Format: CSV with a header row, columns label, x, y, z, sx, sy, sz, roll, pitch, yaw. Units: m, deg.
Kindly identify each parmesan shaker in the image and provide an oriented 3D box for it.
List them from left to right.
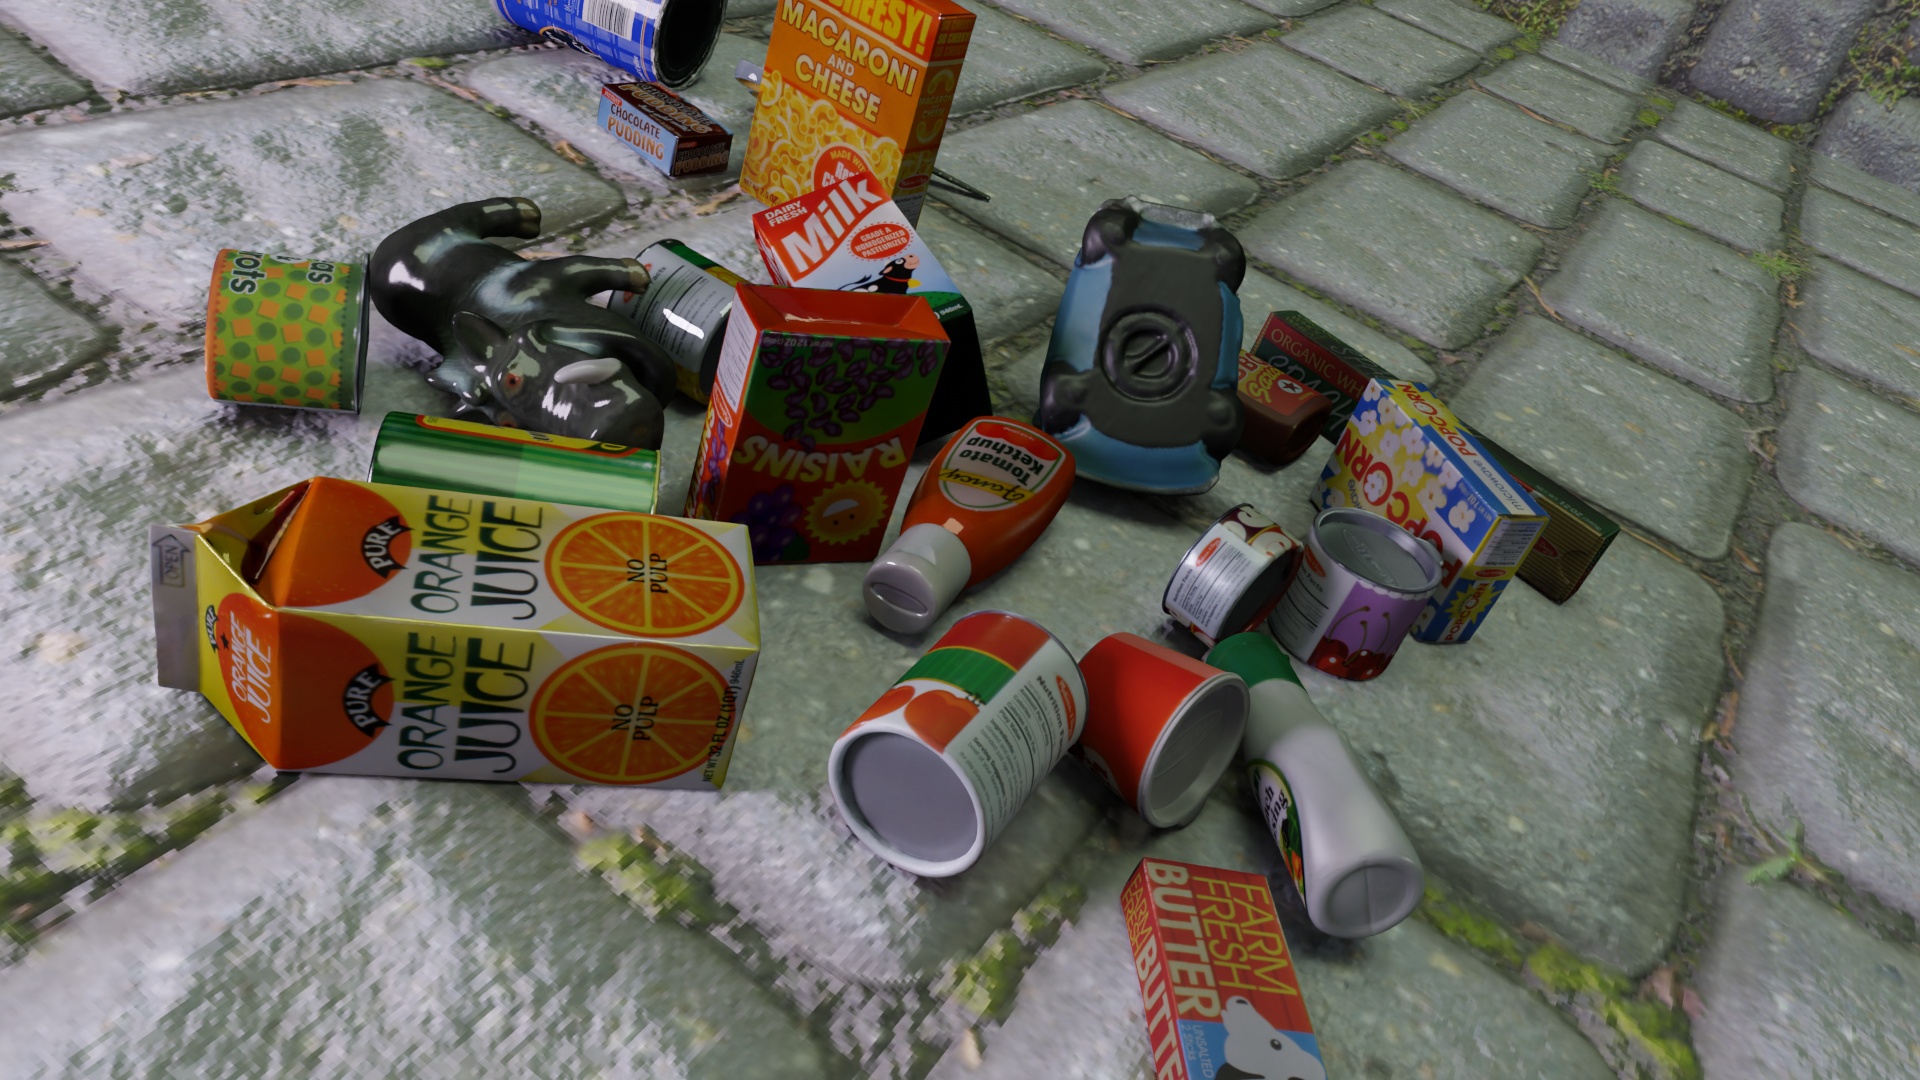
label,x,y,z,sx,sy,sz,roll,pitch,yaw
parmesan shaker,-0.173,-0.012,0.541,0.103,0.071,0.071,9,36,-16

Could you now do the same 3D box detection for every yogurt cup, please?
label,x,y,z,sx,sy,sz,roll,pitch,yaw
yogurt cup,0.075,0.072,0.556,0.054,0.072,0.073,30,34,35

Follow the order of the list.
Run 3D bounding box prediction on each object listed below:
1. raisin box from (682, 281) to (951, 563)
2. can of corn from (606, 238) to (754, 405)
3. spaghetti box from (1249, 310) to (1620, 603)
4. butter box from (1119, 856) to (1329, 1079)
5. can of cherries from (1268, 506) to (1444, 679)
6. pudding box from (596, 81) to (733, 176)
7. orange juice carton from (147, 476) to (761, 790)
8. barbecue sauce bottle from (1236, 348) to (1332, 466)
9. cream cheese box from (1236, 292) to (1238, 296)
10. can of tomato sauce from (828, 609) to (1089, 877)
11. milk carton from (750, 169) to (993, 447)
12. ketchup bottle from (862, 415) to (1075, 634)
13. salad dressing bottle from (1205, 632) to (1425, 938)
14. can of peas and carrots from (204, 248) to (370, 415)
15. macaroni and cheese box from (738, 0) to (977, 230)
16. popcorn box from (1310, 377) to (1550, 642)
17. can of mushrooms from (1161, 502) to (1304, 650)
label,x,y,z,sx,sy,sz,roll,pitch,yaw
raisin box,-0.065,-0.047,0.599,0.086,0.122,0.040,-2,41,-28
can of corn,-0.134,-0.109,0.702,0.058,0.070,0.071,31,36,15
spaghetti box,0.279,-0.059,0.849,0.029,0.050,0.251,-15,47,-43
butter box,0.091,0.159,0.479,0.053,0.024,0.104,11,36,-14
can of cherries,0.195,0.026,0.684,0.071,0.058,0.072,13,34,-9
pudding box,-0.197,-0.276,0.929,0.084,0.030,0.050,39,38,25
orange juice carton,-0.172,0.032,0.482,0.193,0.071,0.073,7,36,-19
barbecue sauce bottle,0.151,-0.103,0.852,0.149,0.043,0.065,37,39,24
cream cheese box,0.130,-0.165,0.919,0.024,0.053,0.104,-17,49,-44
can of tomato sauce,-0.001,0.074,0.515,0.071,0.070,0.083,30,37,15
milk carton,-0.055,-0.134,0.747,0.072,0.073,0.191,-23,47,-8
ketchup bottle,0.002,-0.008,0.649,0.065,0.043,0.149,23,35,12
salad dressing bottle,0.138,0.093,0.567,0.044,0.064,0.148,-16,31,0
can of peas and carrots,-0.287,-0.091,0.595,0.059,0.070,0.071,4,38,-21
macaroni and cheese box,-0.068,-0.272,0.868,0.124,0.165,0.040,36,37,22
popcorn box,0.248,-0.018,0.747,0.038,0.084,0.127,2,38,-23
can of mushrooms,0.130,0.018,0.657,0.033,0.070,0.071,40,39,26
